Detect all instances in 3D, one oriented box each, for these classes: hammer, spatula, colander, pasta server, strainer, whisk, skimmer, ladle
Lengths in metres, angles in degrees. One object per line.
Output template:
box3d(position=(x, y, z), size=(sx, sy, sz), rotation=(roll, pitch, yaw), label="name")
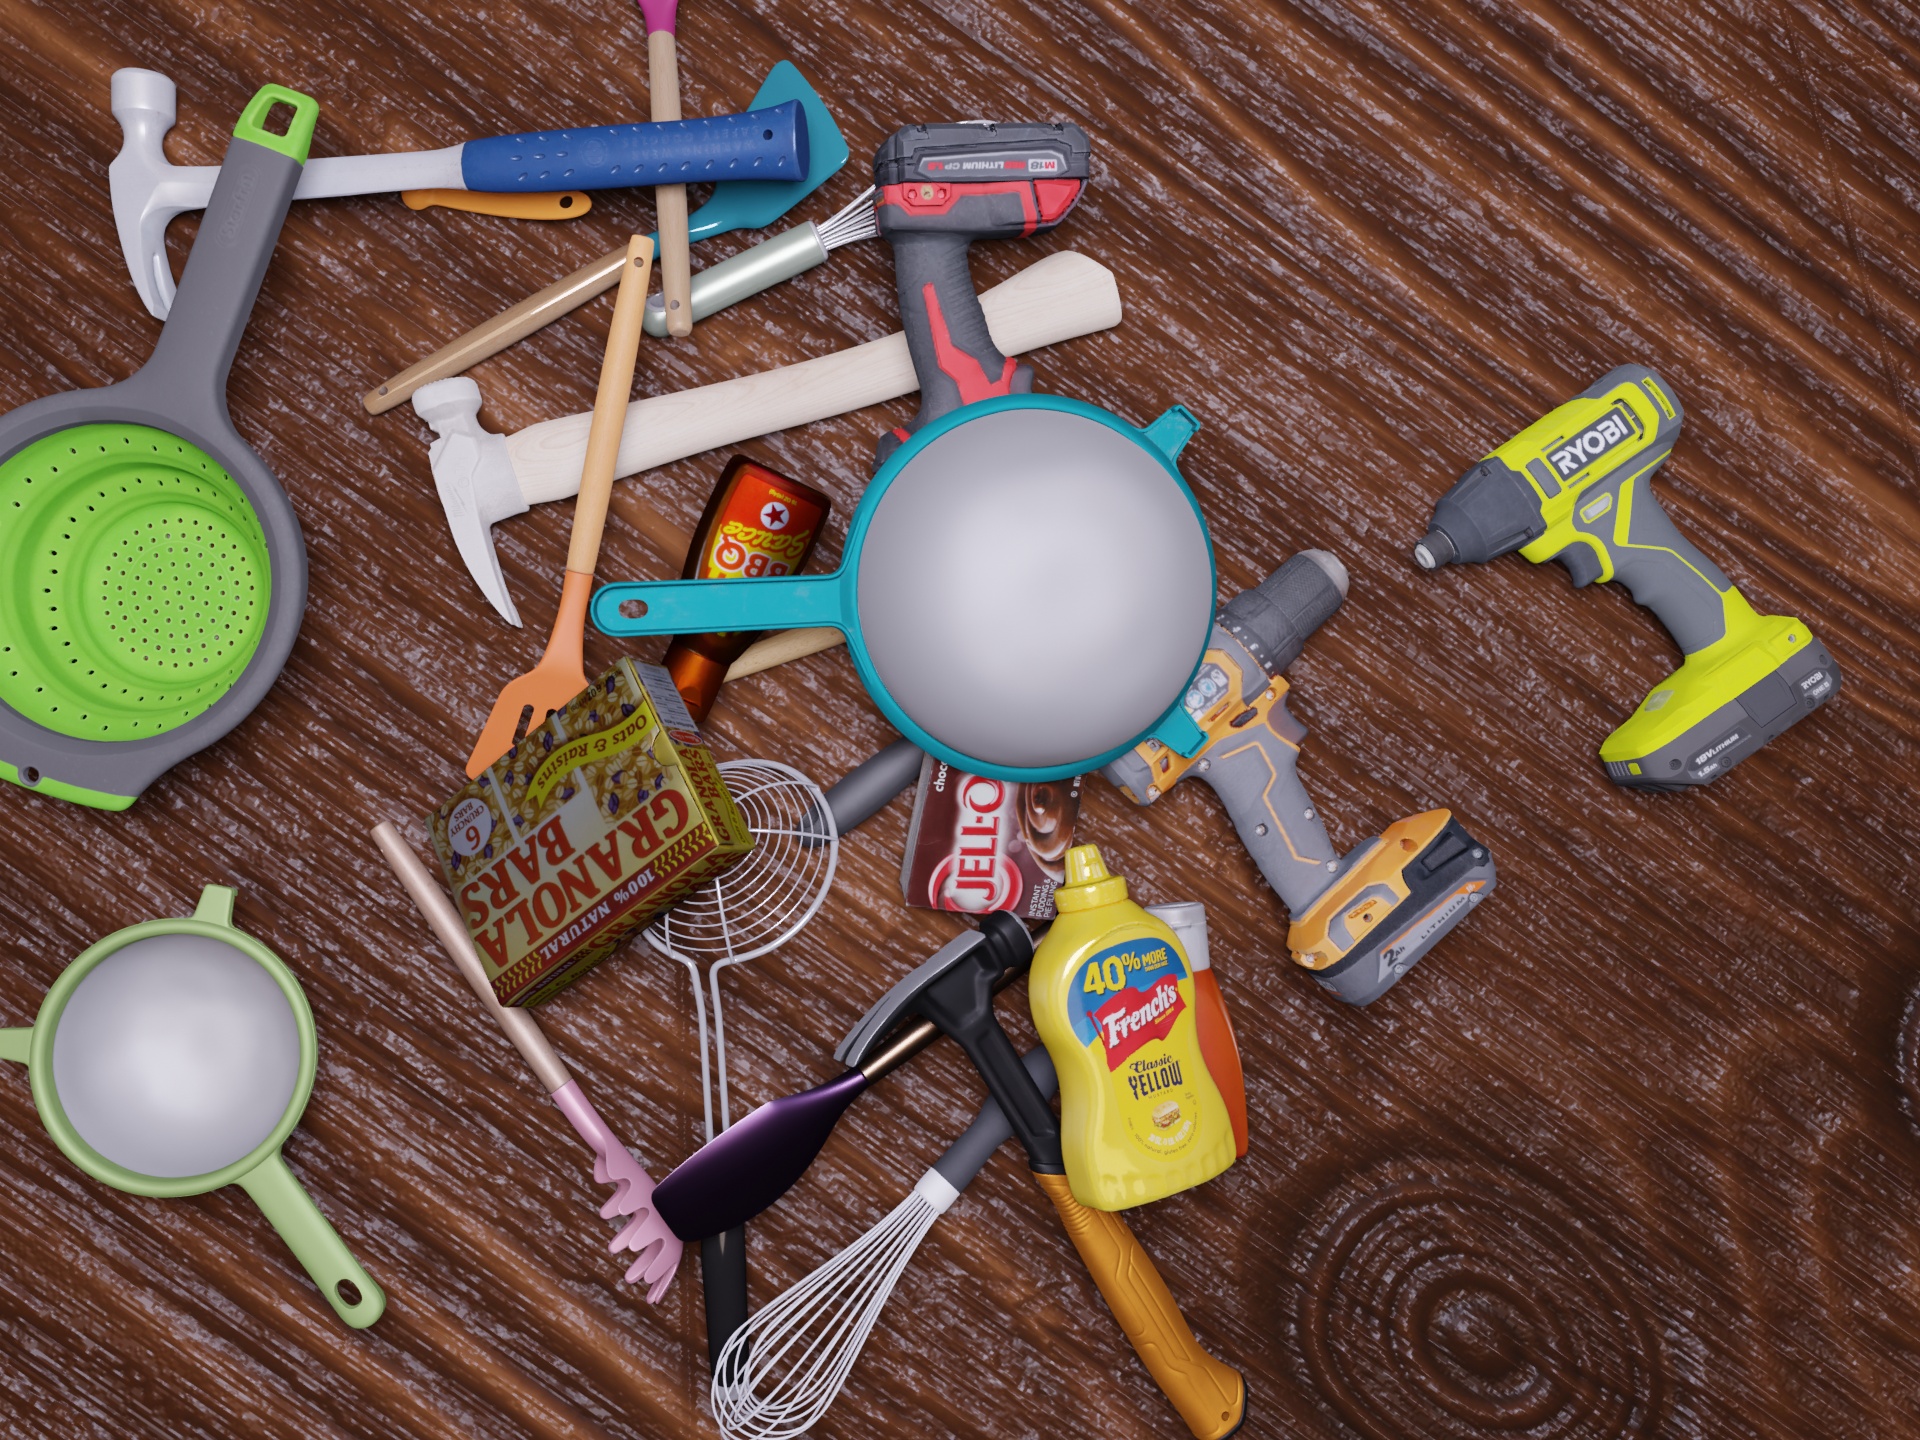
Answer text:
box3d(position=(0.063, 0.279, 0.904), size=(0.127, 0.034, 0.336), rotation=(-36, 101, -22), label="hammer")
box3d(position=(-0.210, -0.108, 0.892), size=(0.081, 0.041, 0.322), rotation=(11, 97, -15), label="spatula")
box3d(position=(-0.286, -0.303, 0.890), size=(0.405, 0.035, 0.144), rotation=(-1, 90, 8), label="hammer")
box3d(position=(-0.426, -0.151, 0.883), size=(0.204, 0.094, 0.397), rotation=(20, 89, -2), label="colander")
box3d(position=(-0.252, 0.193, 0.917), size=(0.040, 0.060, 0.316), rotation=(-34, 88, -29), label="pasta server")
box3d(position=(-0.398, 0.227, 0.893), size=(0.151, 0.069, 0.256), rotation=(-36, 92, -5), label="strainer")
box3d(position=(-0.036, 0.293, 0.909), size=(0.070, 0.070, 0.284), rotation=(44, 76, -1), label="whisk")
box3d(position=(-0.034, 0.189, 0.907), size=(0.316, 0.018, 0.059), rotation=(-35, 118, -15), label="spatula")
box3d(position=(-0.128, 0.207, 0.925), size=(0.127, 0.090, 0.363), rotation=(1, 100, 16), label="skimmer")
box3d(position=(-0.002, -0.004, 0.932), size=(0.239, 0.055, 0.055), rotation=(-38, 91, 2), label="whisk")
box3d(position=(-0.212, -0.267, 0.925), size=(0.317, 0.044, 0.082), rotation=(-31, 73, -2), label="spatula")
box3d(position=(-0.023, -0.071, 0.931), size=(0.315, 0.069, 0.031), rotation=(-19, 118, 2), label="ladle")
box3d(position=(-0.076, -0.285, 0.934), size=(0.246, 0.059, 0.058), rotation=(-25, 54, 1), label="whisk")
box3d(position=(-0.101, -0.181, 0.933), size=(0.410, 0.038, 0.146), rotation=(-18, 91, -3), label="hammer")
box3d(position=(-0.015, -0.064, 0.813), size=(0.340, 0.095, 0.211), rotation=(-4, 96, -13), label="strainer")

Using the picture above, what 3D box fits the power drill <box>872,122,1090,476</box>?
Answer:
box3d(position=(0.020, -0.213, 0.888), size=(0.143, 0.078, 0.219), rotation=(-3, 101, -8), label="power drill")

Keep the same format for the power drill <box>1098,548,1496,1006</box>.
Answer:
box3d(position=(0.206, 0.028, 0.926), size=(0.185, 0.084, 0.226), rotation=(-42, 87, -4), label="power drill")

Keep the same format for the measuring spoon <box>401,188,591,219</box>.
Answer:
box3d(position=(-0.272, -0.306, 0.929), size=(0.117, 0.011, 0.021), rotation=(6, 84, 7), label="measuring spoon")

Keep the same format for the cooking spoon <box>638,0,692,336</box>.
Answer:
box3d(position=(-0.171, -0.370, 0.917), size=(0.069, 0.017, 0.319), rotation=(-6, 78, 2), label="cooking spoon")

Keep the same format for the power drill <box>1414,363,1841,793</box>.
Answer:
box3d(position=(0.389, -0.075, 0.939), size=(0.171, 0.080, 0.223), rotation=(-34, 87, -4), label="power drill")
